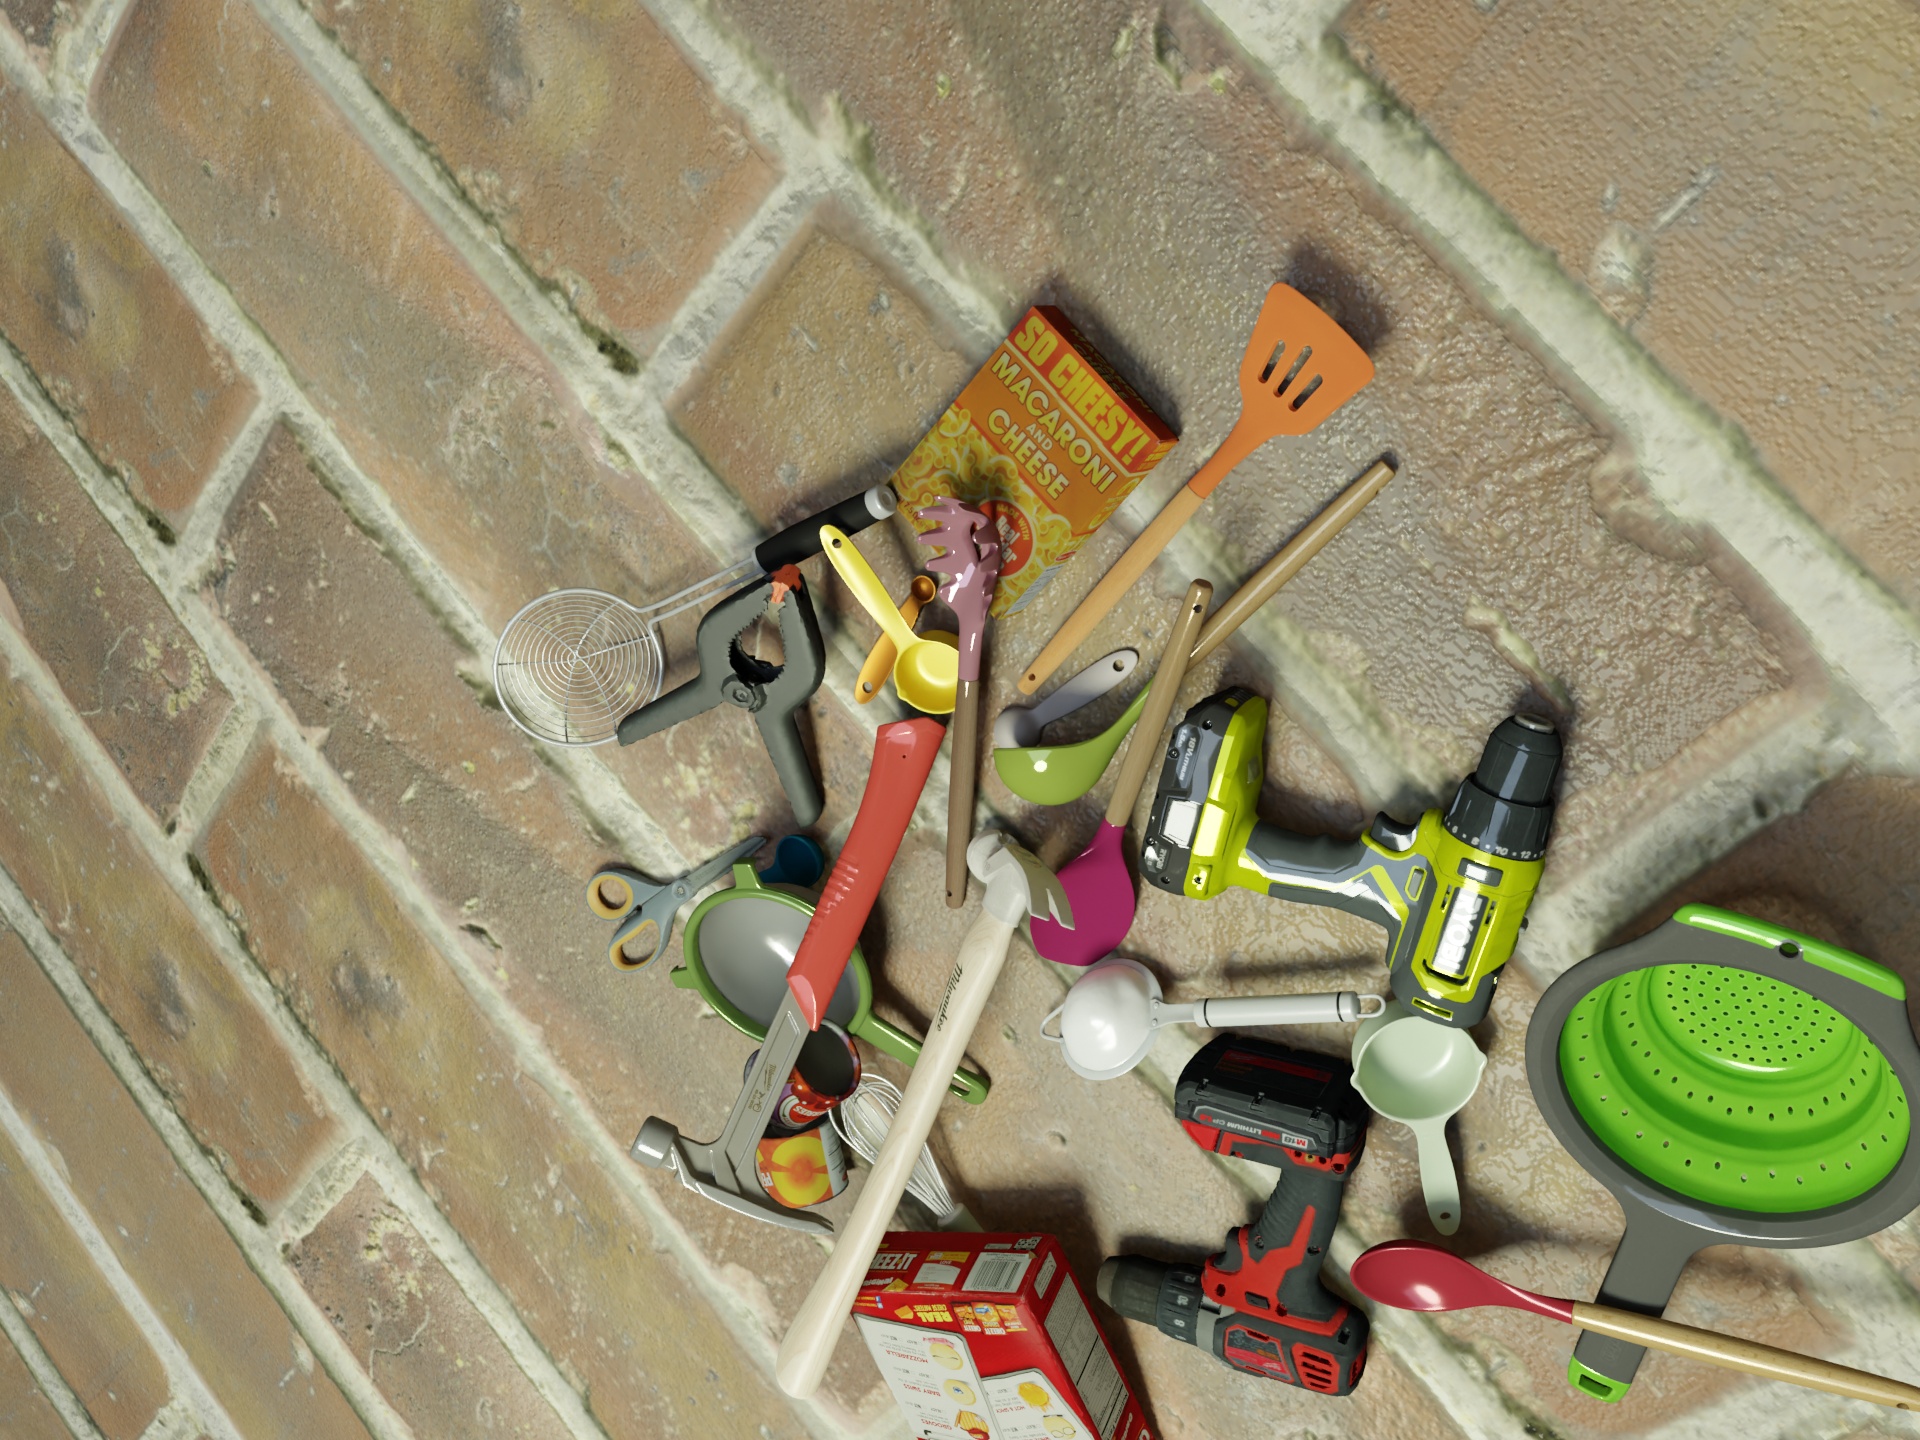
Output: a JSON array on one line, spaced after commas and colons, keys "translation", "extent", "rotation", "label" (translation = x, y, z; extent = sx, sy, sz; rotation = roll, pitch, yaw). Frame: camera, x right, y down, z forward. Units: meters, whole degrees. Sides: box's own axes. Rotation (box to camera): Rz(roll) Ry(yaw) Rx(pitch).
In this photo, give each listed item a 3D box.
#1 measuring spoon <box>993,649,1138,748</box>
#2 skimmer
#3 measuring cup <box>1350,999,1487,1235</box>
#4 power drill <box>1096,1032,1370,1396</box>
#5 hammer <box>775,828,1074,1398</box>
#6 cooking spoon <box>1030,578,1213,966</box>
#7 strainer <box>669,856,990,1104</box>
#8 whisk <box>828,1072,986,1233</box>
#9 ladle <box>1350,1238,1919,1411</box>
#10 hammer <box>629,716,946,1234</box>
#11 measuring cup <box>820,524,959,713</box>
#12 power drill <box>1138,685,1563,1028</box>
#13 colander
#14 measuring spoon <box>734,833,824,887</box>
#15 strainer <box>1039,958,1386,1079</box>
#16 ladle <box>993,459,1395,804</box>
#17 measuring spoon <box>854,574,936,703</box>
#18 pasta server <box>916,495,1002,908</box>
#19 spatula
[{"translation": [0.069, -0.013, 1.077], "extent": [0.124, 0.018, 0.034], "rotation": [-34, 85, 30], "label": "measuring spoon"}, {"translation": [-0.195, -0.078, 1.147], "extent": [0.363, 0.090, 0.127], "rotation": [-20, 118, 37], "label": "skimmer"}, {"translation": [0.294, 0.250, 1.007], "extent": [0.083, 0.038, 0.167], "rotation": [-12, 110, 9], "label": "measuring cup"}, {"translation": [0.183, 0.331, 1.067], "extent": [0.188, 0.080, 0.226], "rotation": [8, 109, 27], "label": "power drill"}, {"translation": [-0.033, 0.280, 1.079], "extent": [0.038, 0.146, 0.410], "rotation": [21, 97, -18], "label": "hammer"}, {"translation": [0.108, 0.044, 1.028], "extent": [0.068, 0.017, 0.318], "rotation": [13, 125, -4], "label": "cooking spoon"}, {"translation": [-0.082, 0.198, 1.193], "extent": [0.256, 0.069, 0.151], "rotation": [32, 126, -1], "label": "strainer"}, {"translation": [-0.013, 0.363, 1.186], "extent": [0.059, 0.058, 0.246], "rotation": [-36, 93, 12], "label": "whisk"}, {"translation": [0.386, 0.353, 0.930], "extent": [0.315, 0.031, 0.069], "rotation": [4, 132, 32], "label": "ladle"}, {"translation": [-0.087, 0.166, 1.104], "extent": [0.149, 0.037, 0.359], "rotation": [25, 83, -5], "label": "hammer"}, {"translation": [-0.044, -0.074, 1.093], "extent": [0.062, 0.029, 0.156], "rotation": [-29, 106, 27], "label": "measuring cup"}, {"translation": [0.239, 0.062, 0.970], "extent": [0.228, 0.080, 0.190], "rotation": [20, 111, 21], "label": "power drill"}, {"translation": [0.422, 0.247, 0.918], "extent": [0.205, 0.094, 0.396], "rotation": [21, 129, 24], "label": "colander"}, {"translation": [-0.146, 0.122, 1.231], "extent": [0.128, 0.021, 0.042], "rotation": [-33, 86, 40], "label": "measuring spoon"}, {"translation": [0.153, 0.190, 1.045], "extent": [0.258, 0.050, 0.087], "rotation": [-9, 57, 32], "label": "strainer"}, {"translation": [0.143, -0.056, 1.008], "extent": [0.320, 0.078, 0.062], "rotation": [-45, 69, 22], "label": "ladle"}, {"translation": [-0.046, -0.057, 1.136], "extent": [0.021, 0.011, 0.117], "rotation": [40, 121, 13], "label": "measuring spoon"}, {"translation": [-0.002, -0.003, 1.077], "extent": [0.060, 0.040, 0.316], "rotation": [29, 127, 40], "label": "pasta server"}, {"translation": [0.130, -0.127, 1.004], "extent": [0.081, 0.041, 0.322], "rotation": [46, 120, 11], "label": "spatula"}]
